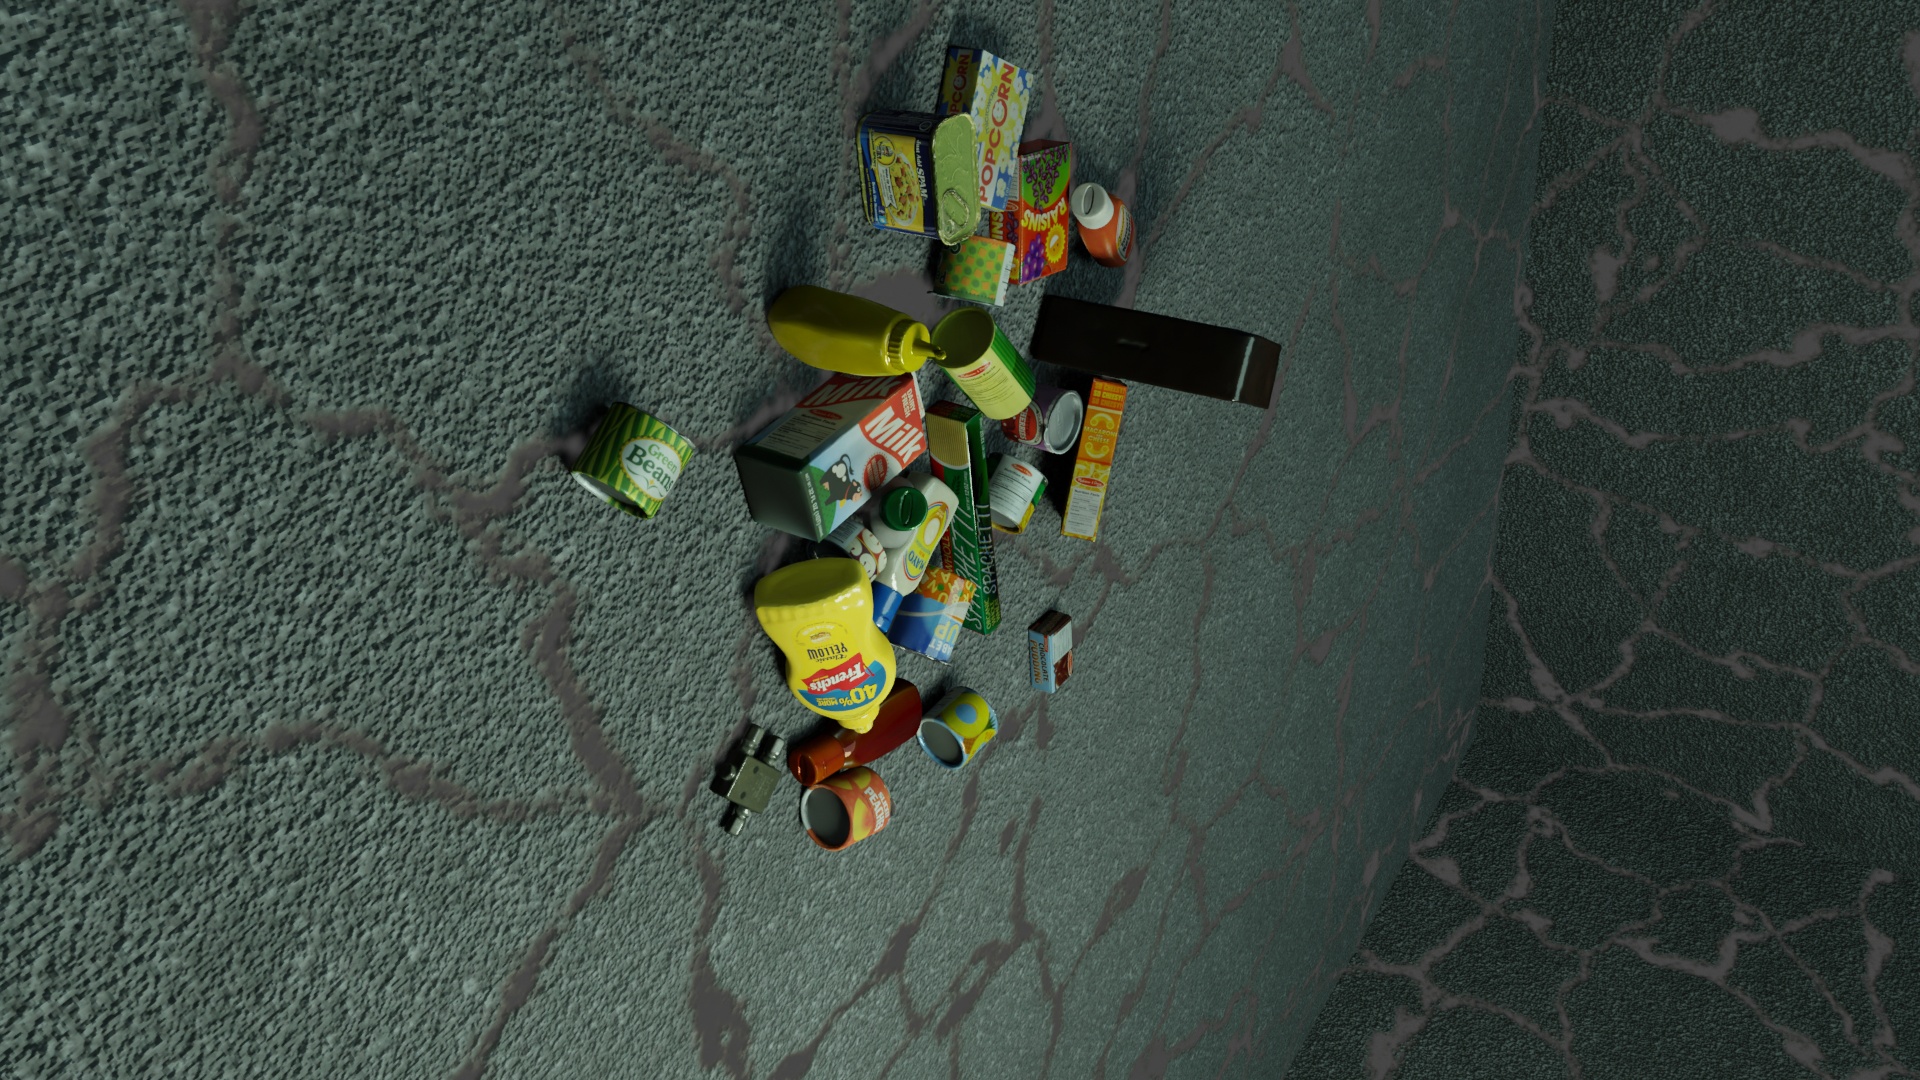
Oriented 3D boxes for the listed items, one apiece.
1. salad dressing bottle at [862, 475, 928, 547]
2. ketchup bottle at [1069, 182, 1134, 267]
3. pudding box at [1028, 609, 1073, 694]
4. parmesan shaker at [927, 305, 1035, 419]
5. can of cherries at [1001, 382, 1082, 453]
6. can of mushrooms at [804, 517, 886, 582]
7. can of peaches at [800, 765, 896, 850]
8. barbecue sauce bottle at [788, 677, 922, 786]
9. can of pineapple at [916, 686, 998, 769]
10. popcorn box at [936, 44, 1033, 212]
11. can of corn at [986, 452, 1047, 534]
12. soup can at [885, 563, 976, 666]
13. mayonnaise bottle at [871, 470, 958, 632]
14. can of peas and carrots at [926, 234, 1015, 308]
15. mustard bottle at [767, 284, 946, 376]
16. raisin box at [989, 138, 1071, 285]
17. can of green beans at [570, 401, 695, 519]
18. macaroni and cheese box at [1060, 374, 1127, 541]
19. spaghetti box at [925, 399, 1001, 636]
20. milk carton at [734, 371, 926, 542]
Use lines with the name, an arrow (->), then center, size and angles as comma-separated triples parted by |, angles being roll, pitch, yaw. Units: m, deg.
salad dressing bottle -> -0.056, -0.025, 1.191 | 0.147, 0.044, 0.064 | 180, -83, -81
ketchup bottle -> 0.142, -0.321, 1.394 | 0.149, 0.043, 0.064 | 10, 88, -73
pudding box -> 0.104, 0.128, 1.592 | 0.050, 0.030, 0.083 | -38, 134, -43
parmesan shaker -> 0.019, -0.164, 1.302 | 0.071, 0.071, 0.103 | -65, 148, -12
can of cherries -> 0.082, -0.126, 1.416 | 0.072, 0.058, 0.071 | -32, 131, -46
can of mushrooms -> -0.098, 0.014, 1.202 | 0.033, 0.071, 0.070 | -50, 141, -32
can of peaches -> -0.105, 0.250, 1.297 | 0.058, 0.071, 0.071 | -13, 116, -52
barbecue sauce bottle -> -0.097, 0.183, 1.304 | 0.149, 0.044, 0.064 | -26, 125, -48
can of pineapple -> -0.002, 0.194, 1.427 | 0.058, 0.071, 0.070 | -40, 135, -39
popcorn box -> 0.016, -0.361, 1.226 | 0.085, 0.038, 0.126 | -1, 105, -56
can of corn -> 0.045, -0.046, 1.393 | 0.058, 0.071, 0.071 | -62, 146, -15
soup can -> -0.026, 0.071, 1.332 | 0.071, 0.071, 0.084 | 32, 78, -57
mayonnaise bottle -> -0.053, 0.012, 1.292 | 0.064, 0.041, 0.148 | 44, 67, -55
can of peas and carrots -> 0.009, -0.244, 1.249 | 0.071, 0.071, 0.058 | -1, 105, -56
mustard bottle -> -0.074, -0.157, 1.075 | 0.049, 0.160, 0.065 | -60, 147, -21
raisin box -> 0.067, -0.314, 1.325 | 0.086, 0.040, 0.122 | -31, 129, -47
can of green beans -> -0.230, -0.055, 0.974 | 0.058, 0.071, 0.071 | -62, 146, -16
macaroni and cheese box -> 0.143, -0.091, 1.490 | 0.124, 0.040, 0.166 | -65, 167, -80
spaghetti box -> 0.005, -0.017, 1.358 | 0.029, 0.050, 0.248 | -37, 133, -40
milk carton -> -0.092, -0.086, 1.159 | 0.191, 0.073, 0.072 | -45, 138, -37
